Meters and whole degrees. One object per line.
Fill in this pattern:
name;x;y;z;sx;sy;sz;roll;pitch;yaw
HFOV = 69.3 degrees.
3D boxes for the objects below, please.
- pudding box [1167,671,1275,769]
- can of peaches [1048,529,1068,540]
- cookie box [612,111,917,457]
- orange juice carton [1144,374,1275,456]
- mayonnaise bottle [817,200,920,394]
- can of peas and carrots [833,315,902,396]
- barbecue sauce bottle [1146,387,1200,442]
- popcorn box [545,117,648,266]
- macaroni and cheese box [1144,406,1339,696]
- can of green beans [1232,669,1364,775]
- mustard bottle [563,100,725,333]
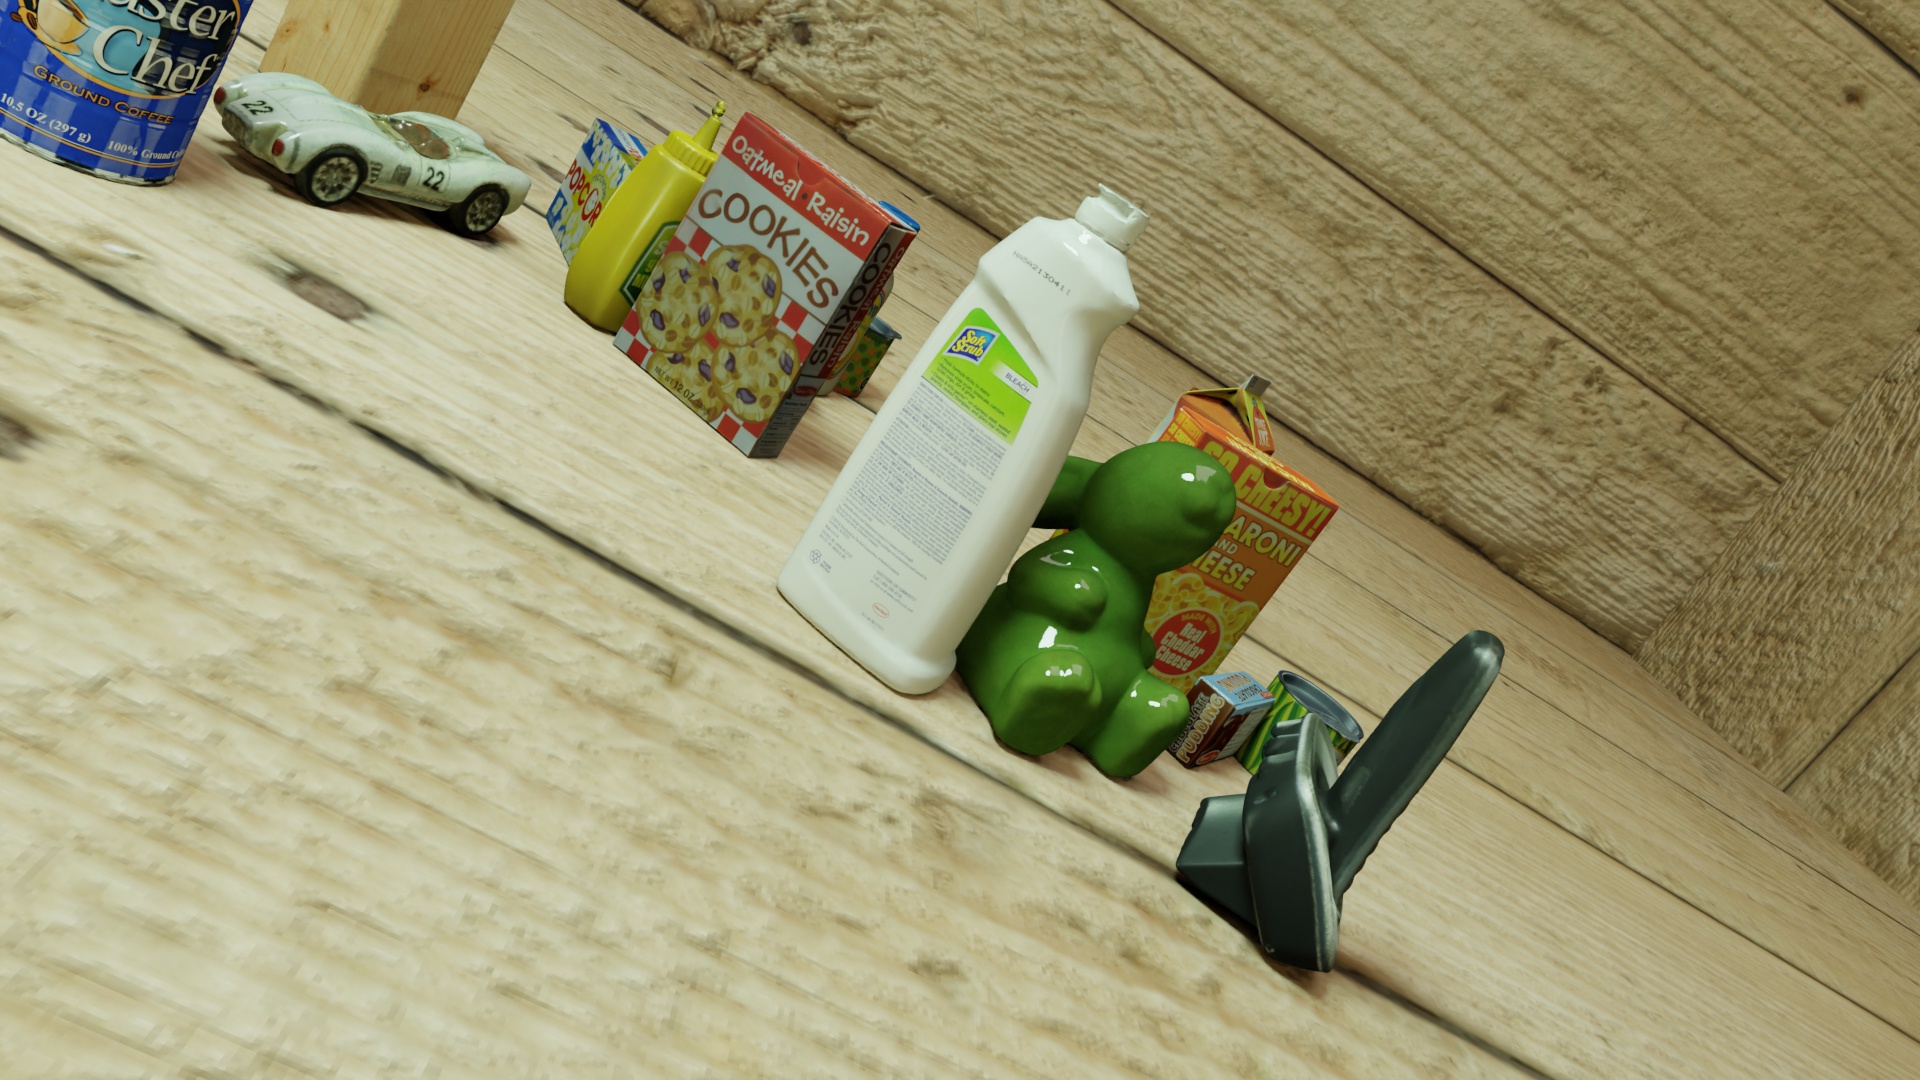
pudding box;0.157;0.108;0.849;0.030;0.049;0.084;42;18;24
can of peaches;0.087;0.019;0.951;0.071;0.058;0.071;31;16;-10
cookie box;-0.121;-0.153;0.844;0.123;0.167;0.040;39;16;17
orange juice carton;0.176;-0.047;1.072;0.073;0.192;0.072;40;17;19
mayonnaise bottle;-0.083;-0.178;1.023;0.041;0.147;0.065;41;17;22
can of peas and carrots;-0.091;-0.154;1.100;0.071;0.058;0.071;31;16;-10
barbecue sauce bottle;0.165;-0.058;1.161;0.043;0.148;0.065;33;16;-4
popcorn box;-0.249;-0.237;0.983;0.038;0.085;0.127;22;20;-37
macaroni and cheese box;0.143;0.014;0.880;0.123;0.166;0.040;25;18;-30
can of green beans;0.215;0.126;0.894;0.071;0.057;0.071;31;16;-10
mustard bottle;-0.189;-0.206;0.877;0.049;0.159;0.065;40;17;20
